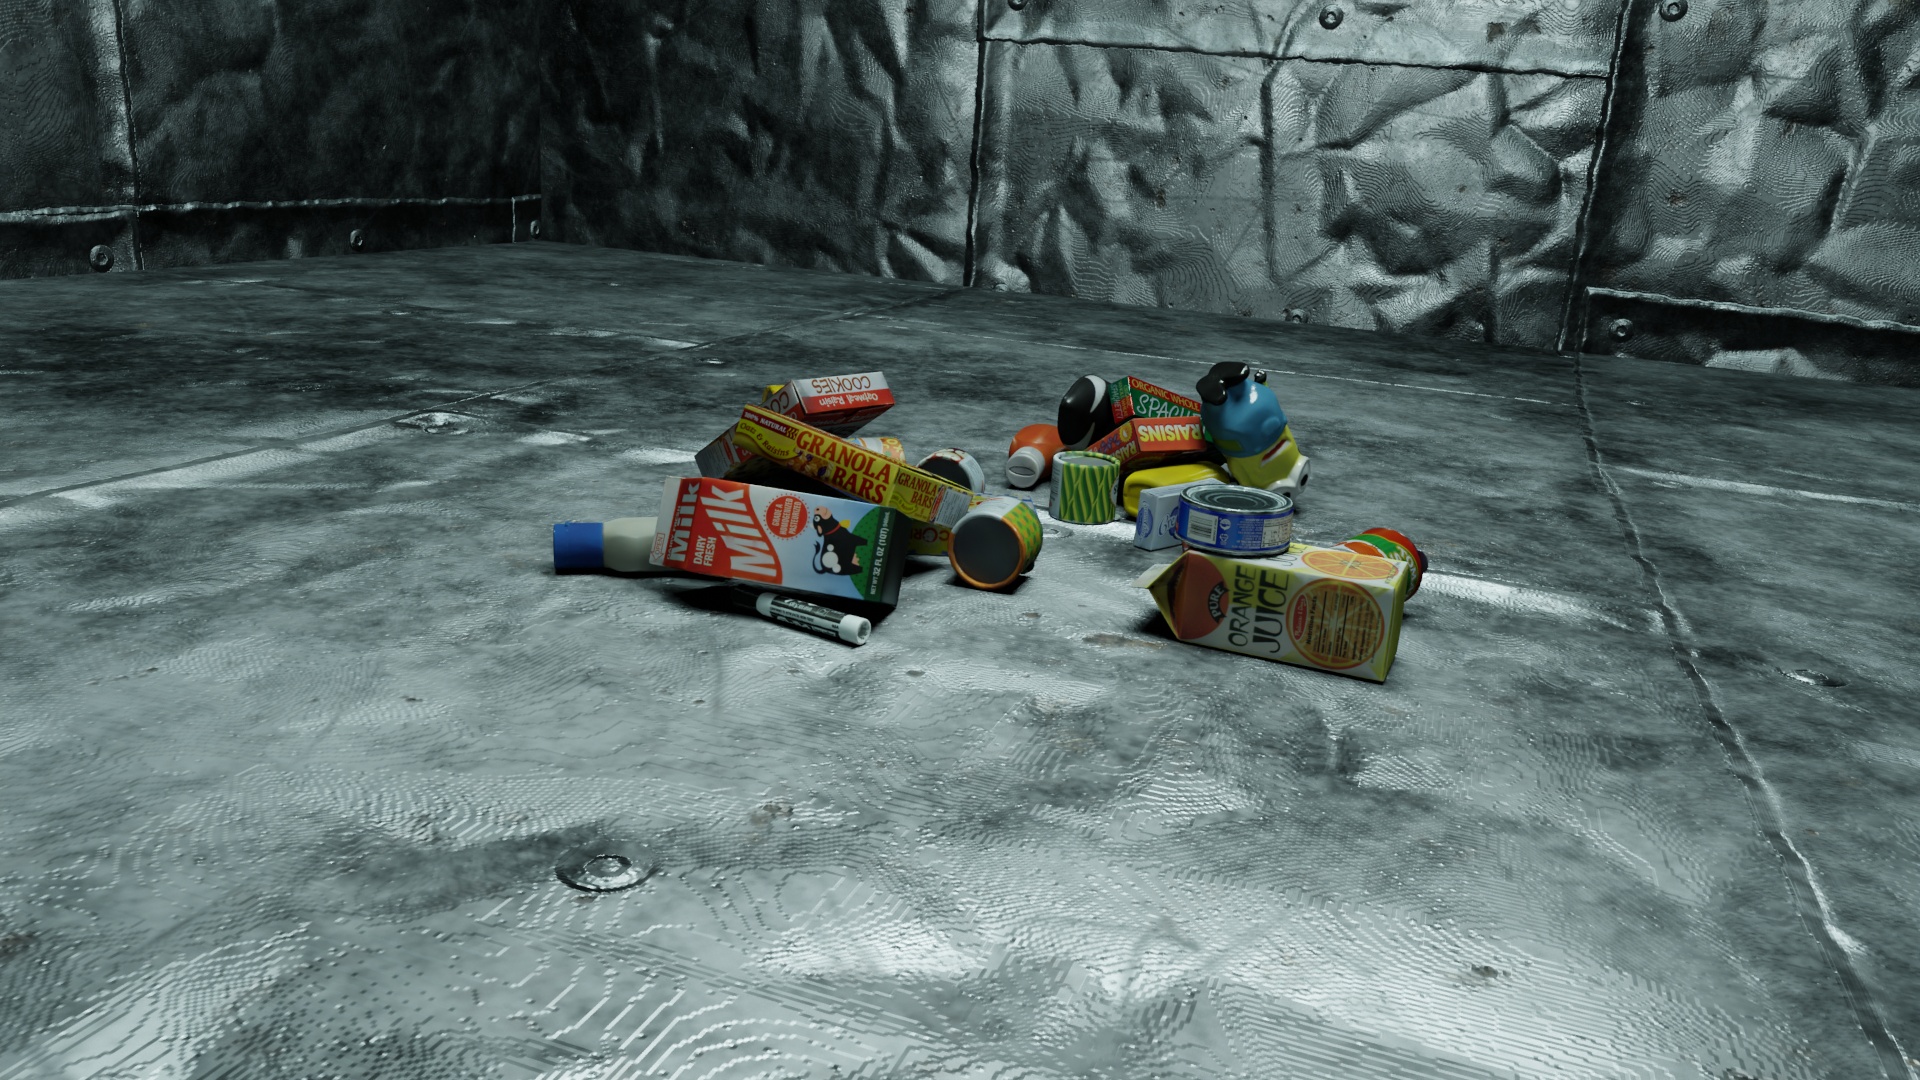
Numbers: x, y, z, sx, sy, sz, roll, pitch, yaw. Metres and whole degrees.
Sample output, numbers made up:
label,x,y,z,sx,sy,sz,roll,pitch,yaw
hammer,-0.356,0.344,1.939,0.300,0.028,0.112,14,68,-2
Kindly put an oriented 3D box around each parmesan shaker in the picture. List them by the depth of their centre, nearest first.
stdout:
label,x,y,z,sx,sy,sz,roll,pitch,yaw
parmesan shaker,-0.123,-0.014,1.160,0.071,0.071,0.103,-6,18,-32

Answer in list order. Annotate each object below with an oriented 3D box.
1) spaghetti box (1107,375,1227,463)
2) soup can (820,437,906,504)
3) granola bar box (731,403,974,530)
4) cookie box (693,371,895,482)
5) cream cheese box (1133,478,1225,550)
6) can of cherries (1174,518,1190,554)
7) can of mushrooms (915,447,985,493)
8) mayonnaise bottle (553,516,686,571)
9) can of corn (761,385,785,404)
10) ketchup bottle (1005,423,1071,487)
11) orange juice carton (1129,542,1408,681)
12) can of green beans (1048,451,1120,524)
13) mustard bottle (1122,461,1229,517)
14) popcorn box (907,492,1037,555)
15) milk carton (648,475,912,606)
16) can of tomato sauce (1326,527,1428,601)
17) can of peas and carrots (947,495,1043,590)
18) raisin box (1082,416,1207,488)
label,x,y,z,sx,sy,sz,roll,pitch,yaw
spaghetti box,0.258,-0.121,1.507,0.250,0.050,0.028,14,-31,-38
soup can,-0.101,-0.069,1.334,0.084,0.071,0.071,-3,17,-23
granola bar box,-0.088,-0.060,1.149,0.166,0.039,0.124,23,3,30
cookie box,-0.162,-0.108,1.358,0.167,0.040,0.123,-29,-9,40
cream cheese box,0.205,-0.025,1.291,0.104,0.053,0.024,-10,23,-40
can of cherries,0.218,0.001,1.183,0.071,0.071,0.058,6,17,5
can of mushrooms,-0.015,-0.052,1.310,0.071,0.070,0.033,8,17,15
mayonnaise bottle,-0.248,0.003,1.109,0.148,0.041,0.065,-1,17,-14
can of corn,-0.190,-0.147,1.580,0.058,0.071,0.071,-4,18,-24
ketchup bottle,0.080,-0.092,1.507,0.065,0.043,0.149,10,17,11
orange juice carton,0.227,0.042,1.033,0.193,0.072,0.072,10,18,23
can of green beans,0.121,-0.052,1.355,0.071,0.057,0.071,4,16,-1
mustard bottle,0.230,-0.052,1.399,0.065,0.048,0.161,13,18,41
popcorn box,0.004,-0.016,1.238,0.127,0.038,0.085,3,17,-4
milk carton,-0.139,-0.001,1.047,0.191,0.072,0.073,10,-4,9
can of tomato sauce,0.324,0.030,1.111,0.071,0.071,0.083,17,21,37
can of peas and carrots,0.030,0.004,1.135,0.071,0.070,0.059,9,17,16
raisin box,0.182,-0.089,1.429,0.086,0.040,0.123,-4,-15,-28
